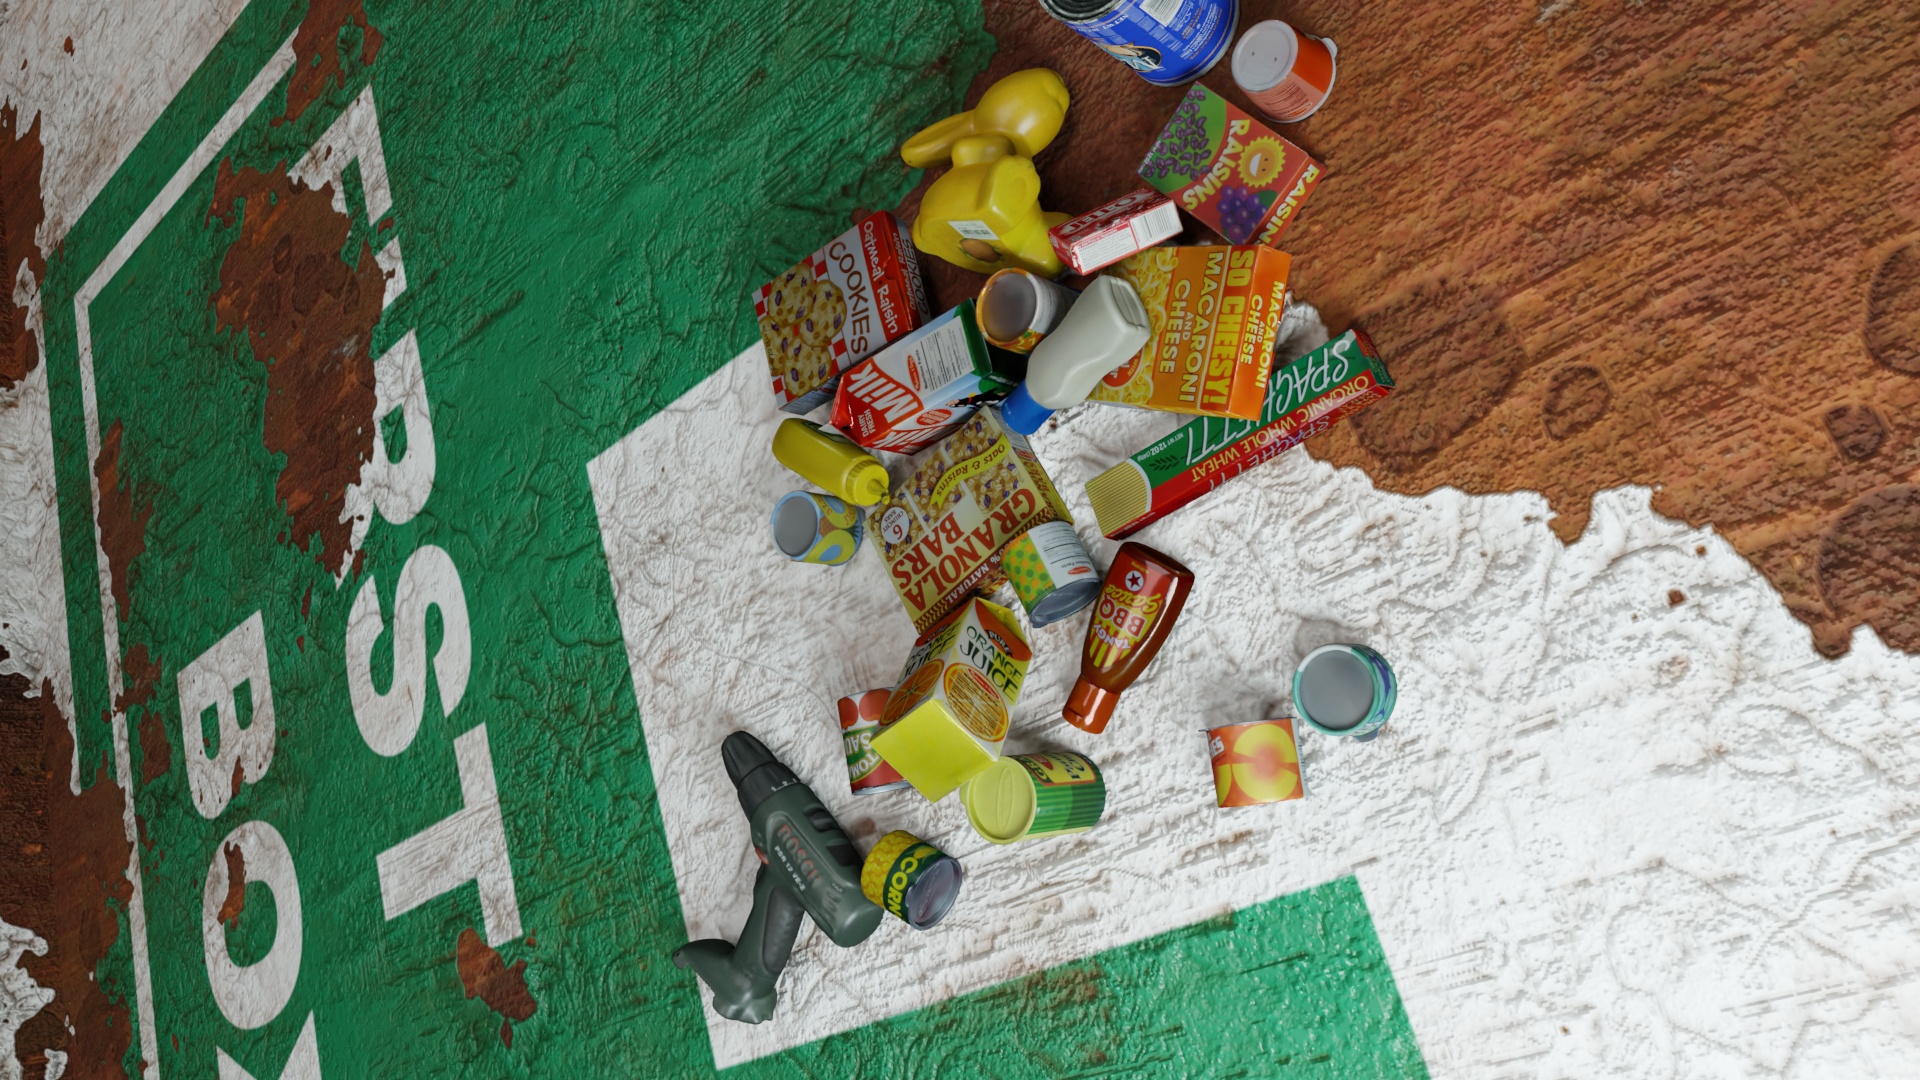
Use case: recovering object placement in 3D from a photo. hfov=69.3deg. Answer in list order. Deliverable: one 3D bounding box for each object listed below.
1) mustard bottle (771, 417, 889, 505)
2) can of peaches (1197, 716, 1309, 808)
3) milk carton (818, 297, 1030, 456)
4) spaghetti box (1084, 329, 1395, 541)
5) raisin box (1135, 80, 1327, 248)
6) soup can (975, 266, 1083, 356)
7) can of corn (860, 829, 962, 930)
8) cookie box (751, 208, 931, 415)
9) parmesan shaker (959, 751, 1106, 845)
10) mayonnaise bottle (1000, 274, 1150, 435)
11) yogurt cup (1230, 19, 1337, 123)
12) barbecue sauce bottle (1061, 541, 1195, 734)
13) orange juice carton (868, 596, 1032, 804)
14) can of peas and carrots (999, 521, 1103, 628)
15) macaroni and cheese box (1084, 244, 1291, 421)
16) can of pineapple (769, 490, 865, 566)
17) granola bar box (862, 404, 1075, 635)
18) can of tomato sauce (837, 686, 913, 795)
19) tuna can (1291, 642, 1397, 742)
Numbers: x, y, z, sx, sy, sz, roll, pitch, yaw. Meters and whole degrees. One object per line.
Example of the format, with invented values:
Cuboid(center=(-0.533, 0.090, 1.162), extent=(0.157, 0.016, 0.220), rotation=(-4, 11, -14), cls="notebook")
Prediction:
Cuboid(center=(-0.107, -0.066, 1.253), extent=(0.160, 0.065, 0.048), rotation=(31, 102, 44), cls="mustard bottle")
Cuboid(center=(0.210, 0.159, 0.993), extent=(0.071, 0.071, 0.058), rotation=(-15, 77, 35), cls="can of peaches")
Cuboid(center=(-0.034, -0.131, 1.209), extent=(0.190, 0.072, 0.073), rotation=(-26, 70, 32), cls="milk carton")
Cuboid(center=(0.204, -0.076, 1.049), extent=(0.249, 0.029, 0.050), rotation=(-31, 67, 31), cls="spaghetti box")
Cuboid(center=(0.206, -0.282, 1.064), extent=(0.124, 0.040, 0.086), rotation=(47, 111, 33), cls="raisin box")
Cuboid(center=(0.060, -0.182, 1.136), extent=(0.071, 0.084, 0.071), rotation=(-4, 83, 38), cls="soup can")
Cuboid(center=(-0.043, 0.285, 1.170), extent=(0.058, 0.071, 0.071), rotation=(21, 98, 38), cls="can of corn")
Cuboid(center=(-0.109, -0.205, 1.261), extent=(0.167, 0.040, 0.123), rotation=(-25, 70, 32), cls="cookie box")
Cuboid(center=(0.058, 0.198, 1.082), extent=(0.071, 0.103, 0.071), rotation=(-4, 83, 37), cls="parmesan shaker")
Cuboid(center=(0.086, -0.139, 1.089), extent=(0.147, 0.041, 0.065), rotation=(-45, 52, 42), cls="mayonnaise bottle")
Cuboid(center=(0.238, -0.353, 1.037), extent=(0.072, 0.054, 0.072), rotation=(-4, 83, 38), cls="yogurt cup")
Cuboid(center=(0.125, 0.078, 1.082), extent=(0.065, 0.044, 0.148), rotation=(32, 105, 34), cls="barbecue sauce bottle")
Cuboid(center=(0.000, 0.113, 1.107), extent=(0.071, 0.194, 0.073), rotation=(-38, 103, 28), cls="orange juice carton")
Cuboid(center=(0.071, 0.027, 1.115), extent=(0.070, 0.071, 0.059), rotation=(-40, 62, 27), cls="can of peas and carrots")
Cuboid(center=(0.167, -0.159, 1.052), extent=(0.166, 0.040, 0.123), rotation=(14, 94, 54), cls="macaroni and cheese box")
Cuboid(center=(-0.132, -0.012, 1.279), extent=(0.071, 0.058, 0.071), rotation=(-5, 82, 37), cls="can of pineapple")
Cuboid(center=(0.004, -0.015, 1.188), extent=(0.165, 0.039, 0.124), rotation=(-42, 61, 26), cls="granola bar box")
Cuboid(center=(-0.070, 0.174, 1.204), extent=(0.071, 0.071, 0.083), rotation=(-21, 72, 34), cls="can of tomato sauce")
Cuboid(center=(0.270, 0.107, 0.975), extent=(0.071, 0.033, 0.071), rotation=(-5, 82, 37), cls="tuna can")
